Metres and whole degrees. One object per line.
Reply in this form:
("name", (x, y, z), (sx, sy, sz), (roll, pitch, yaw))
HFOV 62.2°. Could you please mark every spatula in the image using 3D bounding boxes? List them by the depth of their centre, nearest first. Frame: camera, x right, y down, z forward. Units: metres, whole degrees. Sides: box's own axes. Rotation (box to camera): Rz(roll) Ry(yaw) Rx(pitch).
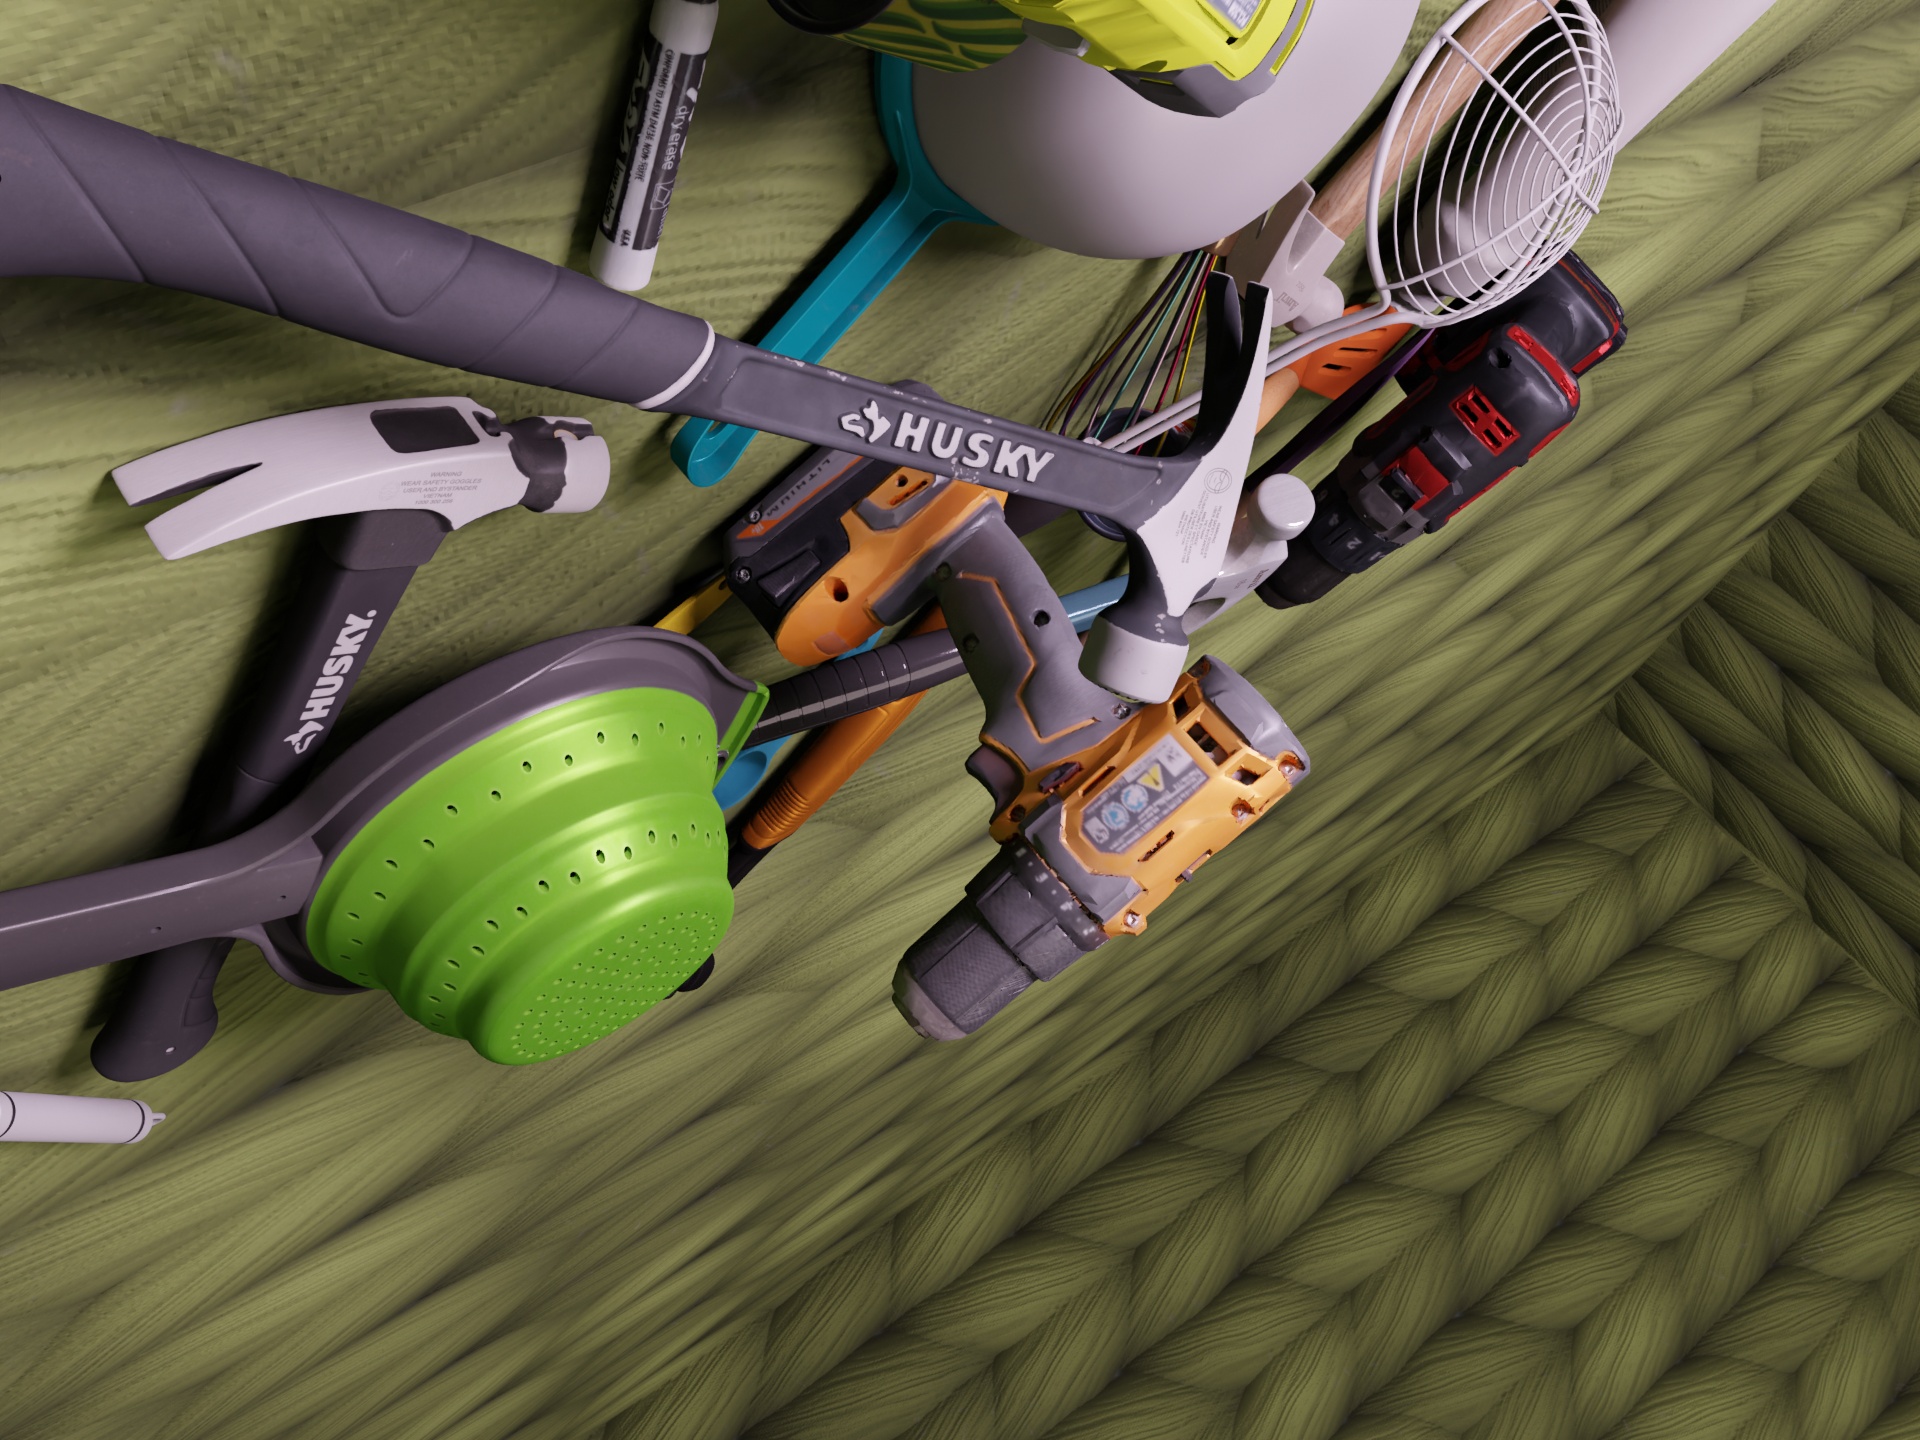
("spatula", (0.165, -0.159, 0.806), (0.081, 0.041, 0.323), (-49, 177, 39))
("spatula", (0.148, -0.115, 0.898), (0.316, 0.018, 0.060), (-43, -179, 42))

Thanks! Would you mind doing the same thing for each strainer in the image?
("strainer", (0.038, -0.183, 0.531), (0.340, 0.095, 0.211), (-45, 159, 12))
("strainer", (-0.374, 0.147, 0.598), (0.087, 0.050, 0.258), (-31, 165, -5))

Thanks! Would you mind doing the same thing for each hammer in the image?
("hammer", (-0.061, -0.099, 0.444), (0.408, 0.036, 0.149), (8, 108, -39))
("hammer", (-0.251, 0.024, 0.558), (0.146, 0.035, 0.334), (-13, 147, -52))
("hammer", (0.240, -0.312, 0.701), (0.331, 0.031, 0.130), (-48, 158, 23))
("hammer", (0.006, -0.036, 0.766), (0.331, 0.033, 0.128), (-19, 165, -14))
("hammer", (-0.095, 0.043, 0.869), (0.337, 0.034, 0.127), (-47, 160, 20))

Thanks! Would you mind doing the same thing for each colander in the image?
("colander", (-0.208, 0.079, 0.554), (0.397, 0.095, 0.204), (-14, 149, -49))

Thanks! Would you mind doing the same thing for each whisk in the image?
("whisk", (0.095, -0.191, 0.697), (0.051, 0.047, 0.244), (-27, 153, -44))

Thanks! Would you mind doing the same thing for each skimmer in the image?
("skimmer", (0.100, -0.162, 0.668), (0.363, 0.090, 0.127), (-25, 153, 34))

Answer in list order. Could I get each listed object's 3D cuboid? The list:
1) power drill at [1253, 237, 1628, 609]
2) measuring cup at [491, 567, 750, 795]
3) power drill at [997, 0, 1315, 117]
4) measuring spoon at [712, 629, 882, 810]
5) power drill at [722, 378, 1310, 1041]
("power drill", (0.251, -0.154, 0.840), (0.188, 0.080, 0.227), (-42, -177, 41))
("measuring cup", (-0.150, -0.027, 0.651), (0.156, 0.029, 0.062), (-42, 164, -28))
("power drill", (0.057, -0.261, 0.333), (0.190, 0.080, 0.228), (-3, 123, -60))
("measuring spoon", (-0.089, -0.007, 0.807), (0.128, 0.021, 0.042), (-47, 160, -5))
("power drill", (-0.001, -0.002, 0.641), (0.185, 0.226, 0.084), (-42, 164, 1))
